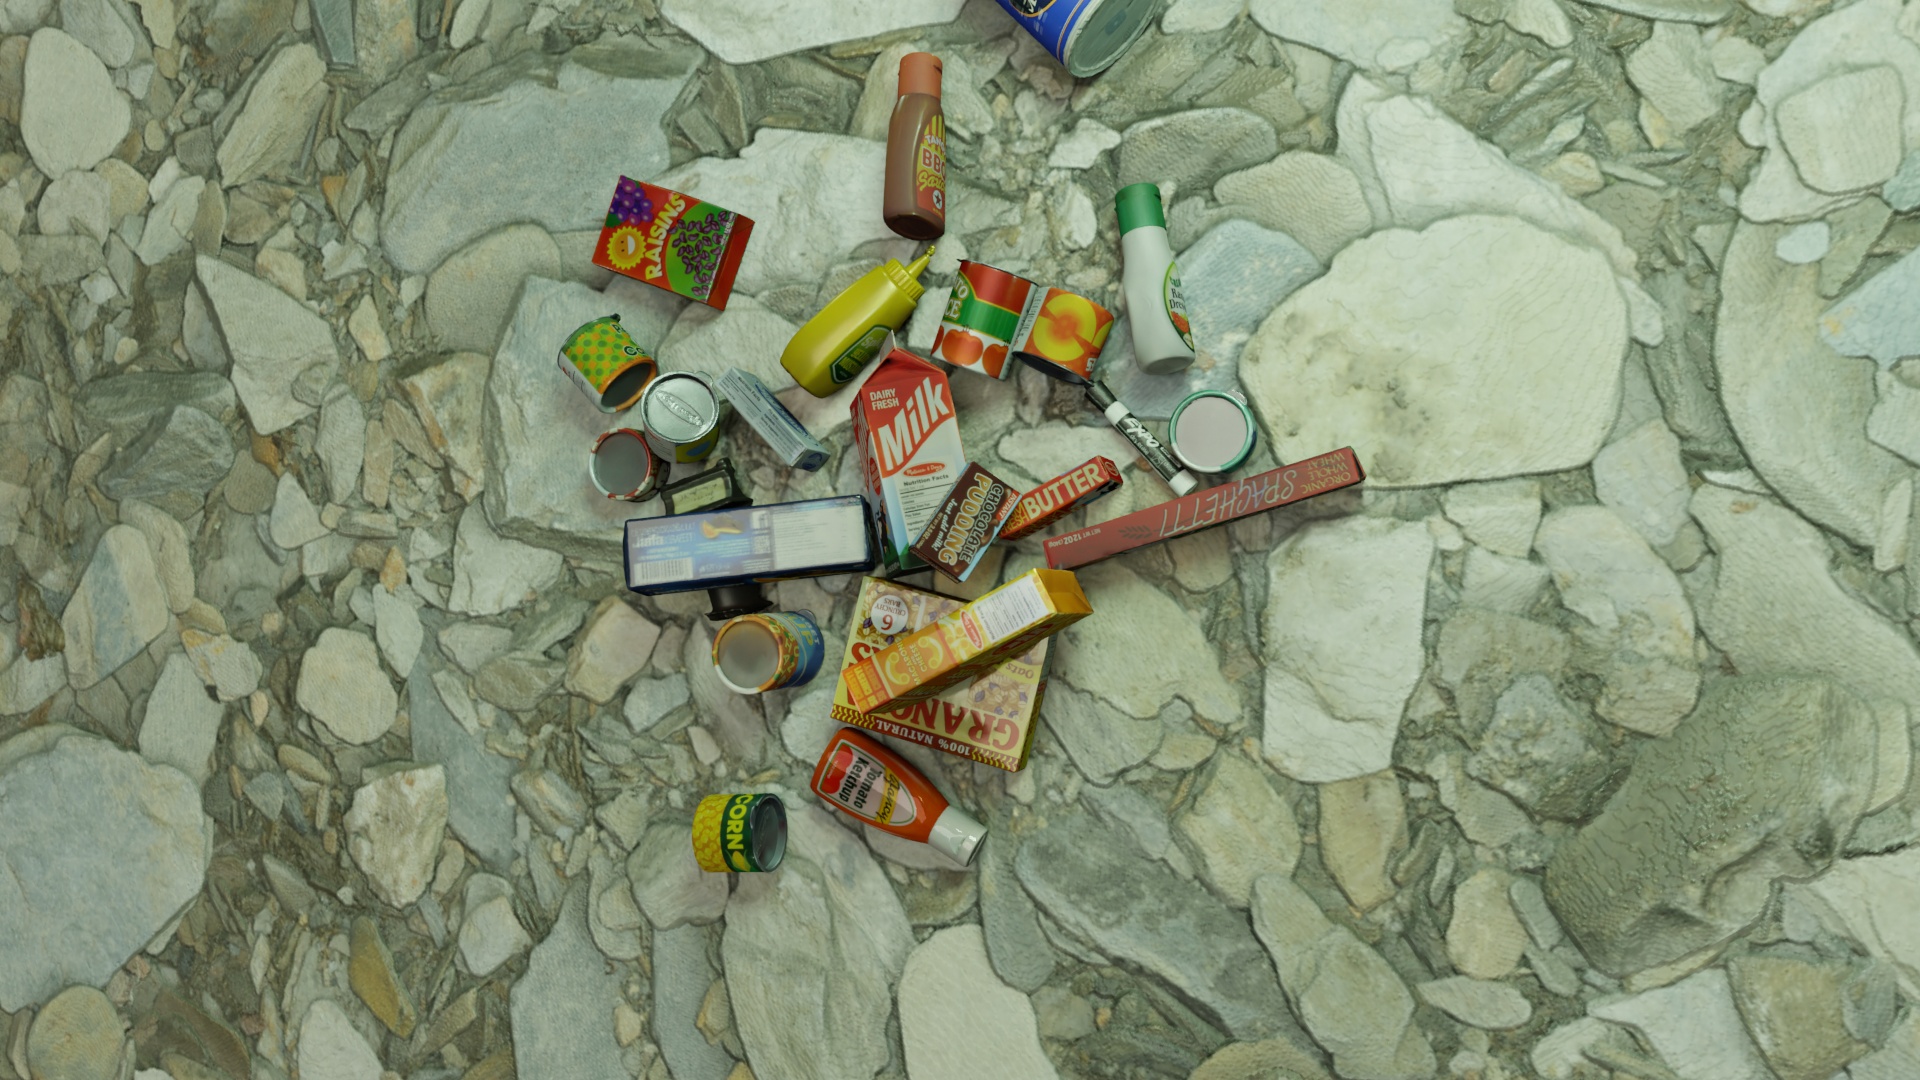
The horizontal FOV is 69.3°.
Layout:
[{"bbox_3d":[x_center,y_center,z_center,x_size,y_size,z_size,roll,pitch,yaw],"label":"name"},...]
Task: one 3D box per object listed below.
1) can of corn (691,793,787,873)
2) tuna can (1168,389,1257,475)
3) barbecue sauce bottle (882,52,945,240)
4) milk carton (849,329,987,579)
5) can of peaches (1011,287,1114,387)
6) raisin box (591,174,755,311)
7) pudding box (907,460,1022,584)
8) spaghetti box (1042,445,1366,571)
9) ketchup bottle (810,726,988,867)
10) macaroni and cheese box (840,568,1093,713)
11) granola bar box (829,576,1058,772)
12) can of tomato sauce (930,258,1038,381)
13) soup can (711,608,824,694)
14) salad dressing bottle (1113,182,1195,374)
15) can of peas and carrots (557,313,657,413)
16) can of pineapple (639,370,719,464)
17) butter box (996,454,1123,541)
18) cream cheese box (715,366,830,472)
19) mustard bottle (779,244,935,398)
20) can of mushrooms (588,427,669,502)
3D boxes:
[{"bbox_3d":[-0.188,0.247,1.176,0.058,0.071,0.071,-5,87,18],"label":"can of corn"},{"bbox_3d":[0.198,-0.086,1.084,0.071,0.033,0.071,0,89,18],"label":"tuna can"},{"bbox_3d":[-0.036,-0.328,1.152,0.043,0.065,0.148,-3,79,26],"label":"barbecue sauce bottle"},{"bbox_3d":[-0.040,-0.071,1.126,0.073,0.072,0.190,-12,85,-14],"label":"milk carton"},{"bbox_3d":[0.084,-0.161,1.103,0.071,0.071,0.058,22,88,17],"label":"can of peaches"},{"bbox_3d":[-0.255,-0.264,1.229,0.123,0.040,0.086,21,96,16],"label":"raisin box"},{"bbox_3d":[0.004,-0.013,1.071,0.049,0.030,0.084,36,80,-6],"label":"pudding box"},{"bbox_3d":[0.187,-0.022,1.076,0.250,0.050,0.028,-18,85,16],"label":"spaghetti box"},{"bbox_3d":[-0.048,0.215,1.147,0.149,0.043,0.064,29,97,16],"label":"ketchup bottle"},{"bbox_3d":[0.008,0.077,1.050,0.166,0.124,0.040,-29,79,14],"label":"macaroni and cheese box"},{"bbox_3d":[-0.013,0.108,1.141,0.165,0.039,0.124,14,92,17],"label":"granola bar box"},{"bbox_3d":[0.017,-0.179,1.126,0.071,0.071,0.083,20,95,17],"label":"can of tomato sauce"},{"bbox_3d":[-0.159,0.091,1.165,0.071,0.084,0.071,-1,88,18],"label":"soup can"},{"bbox_3d":[0.150,-0.206,1.090,0.044,0.064,0.148,-14,76,26],"label":"salad dressing bottle"},{"bbox_3d":[-0.310,-0.156,1.230,0.071,0.071,0.059,-46,77,11],"label":"can of peas and carrots"},{"bbox_3d":[-0.239,-0.106,1.198,0.071,0.057,0.071,3,73,-9],"label":"can of pineapple"},{"bbox_3d":[0.076,-0.033,1.110,0.103,0.053,0.024,-28,79,15],"label":"butter box"},{"bbox_3d":[-0.161,-0.103,1.187,0.024,0.053,0.104,-46,77,10],"label":"cream cheese box"},{"bbox_3d":[-0.078,-0.188,1.159,0.160,0.065,0.049,-43,73,8],"label":"mustard bottle"},{"bbox_3d":[-0.294,-0.069,1.239,0.071,0.033,0.071,-1,88,18],"label":"can of mushrooms"}]
